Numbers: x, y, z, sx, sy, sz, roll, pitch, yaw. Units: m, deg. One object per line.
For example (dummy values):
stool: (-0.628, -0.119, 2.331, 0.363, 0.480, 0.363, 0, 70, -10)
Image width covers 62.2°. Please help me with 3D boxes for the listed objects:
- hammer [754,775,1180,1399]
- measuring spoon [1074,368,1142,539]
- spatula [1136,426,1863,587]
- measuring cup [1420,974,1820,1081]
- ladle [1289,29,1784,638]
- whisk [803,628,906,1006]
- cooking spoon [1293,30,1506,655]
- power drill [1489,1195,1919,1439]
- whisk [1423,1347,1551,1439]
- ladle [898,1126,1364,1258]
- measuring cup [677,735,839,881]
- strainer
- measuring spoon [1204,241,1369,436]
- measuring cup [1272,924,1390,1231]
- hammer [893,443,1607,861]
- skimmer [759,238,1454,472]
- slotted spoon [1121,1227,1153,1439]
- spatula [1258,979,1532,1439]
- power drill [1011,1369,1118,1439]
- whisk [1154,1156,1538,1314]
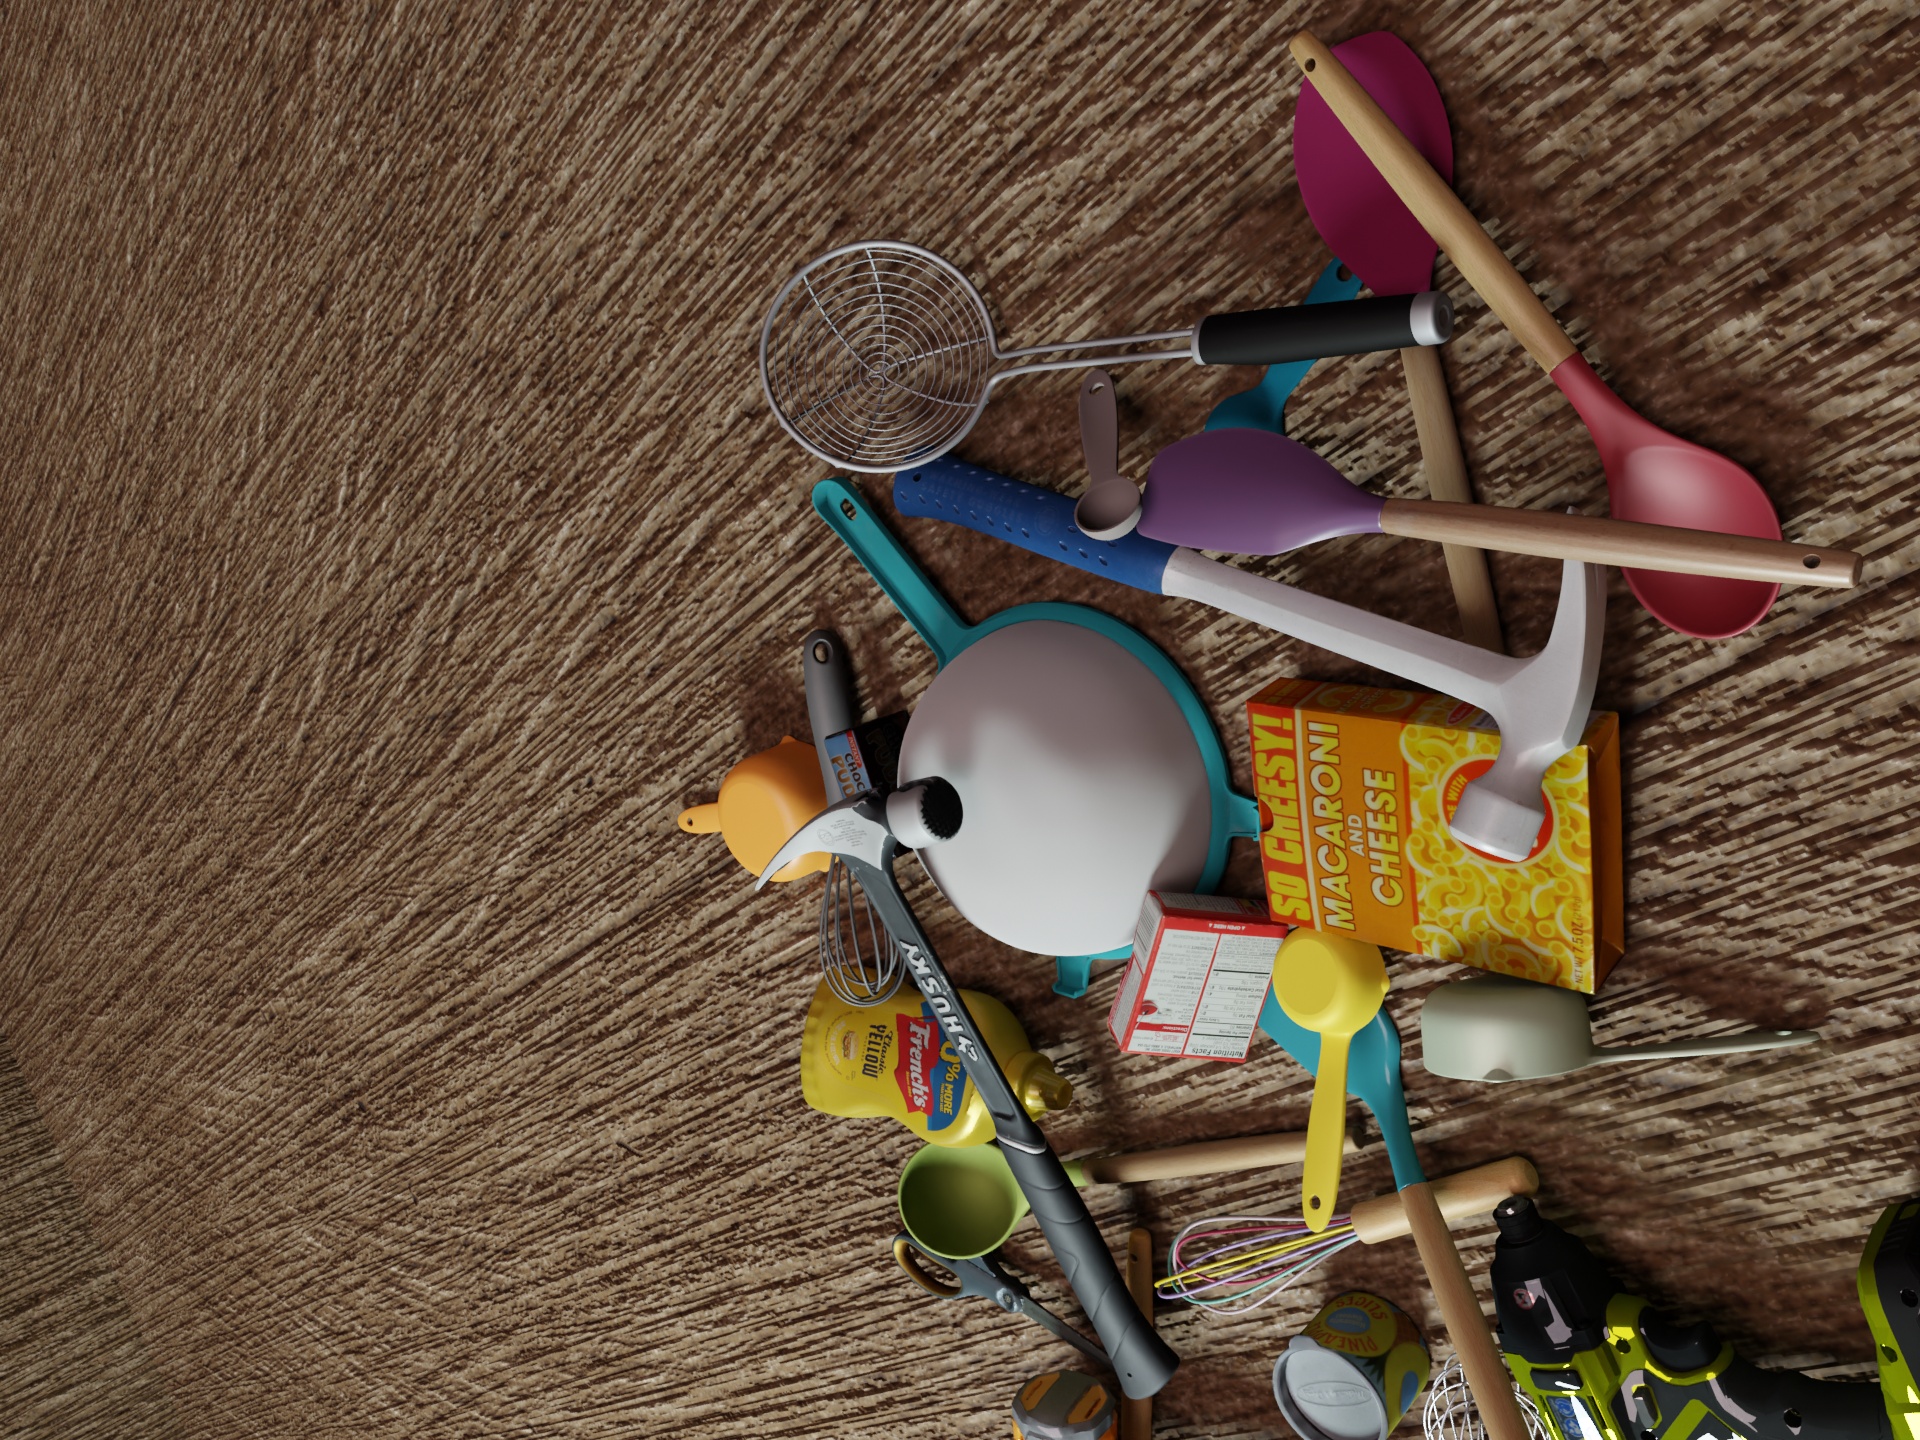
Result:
hammer: (0.021, 0.221, 0.903, 0.149, 0.036, 0.408, -16, 107, 41)
measuring spoon: (0.073, -0.133, 0.795, 0.034, 0.124, 0.018, -19, 136, 20)
spatula: (0.202, -0.085, 0.663, 0.316, 0.018, 0.060, 16, 90, 42)
measuring cup: (0.292, 0.133, 0.719, 0.167, 0.083, 0.038, -10, 88, 26)
ladle: (0.236, -0.170, 0.669, 0.315, 0.031, 0.069, 55, 139, 9)
whisk: (-0.074, 0.061, 0.997, 0.055, 0.055, 0.239, -10, 87, 42)
cooking spoon: (0.211, -0.145, 0.715, 0.069, 0.017, 0.319, -11, 97, 32)
power drill: (0.352, 0.285, 0.704, 0.223, 0.080, 0.171, -26, 88, 45)
whisk: (0.284, 0.446, 0.834, 0.070, 0.070, 0.284, 6, 114, 39)
ladle: (0.089, 0.268, 0.935, 0.320, 0.062, 0.078, -21, 85, 40)
measuring cup: (-0.150, 0.067, 1.070, 0.173, 0.052, 0.095, -10, 98, 40)
strainer: (-0.001, -0.003, 0.892, 0.340, 0.095, 0.211, 52, 130, 13)
measuring spoon: (0.153, -0.169, 0.754, 0.042, 0.021, 0.128, 44, 128, 20)
measuring cup: (0.179, 0.179, 0.802, 0.062, 0.029, 0.156, -1, 81, 52)
hammer: (0.115, -0.076, 0.773, 0.406, 0.035, 0.144, 26, 99, 41)
skimmer: (0.052, -0.187, 0.774, 0.363, 0.090, 0.127, 6, 88, 43)
slotted spoon: (0.112, 0.460, 1.000, 0.070, 0.031, 0.313, 11, 110, 37)
spatula: (0.222, 0.254, 0.776, 0.082, 0.044, 0.318, -48, 44, 38)
power drill: (0.138, 0.499, 0.938, 0.226, 0.084, 0.185, 3, 106, 32)
whisk: (0.201, 0.275, 0.857, 0.047, 0.051, 0.245, 38, 131, -23)
